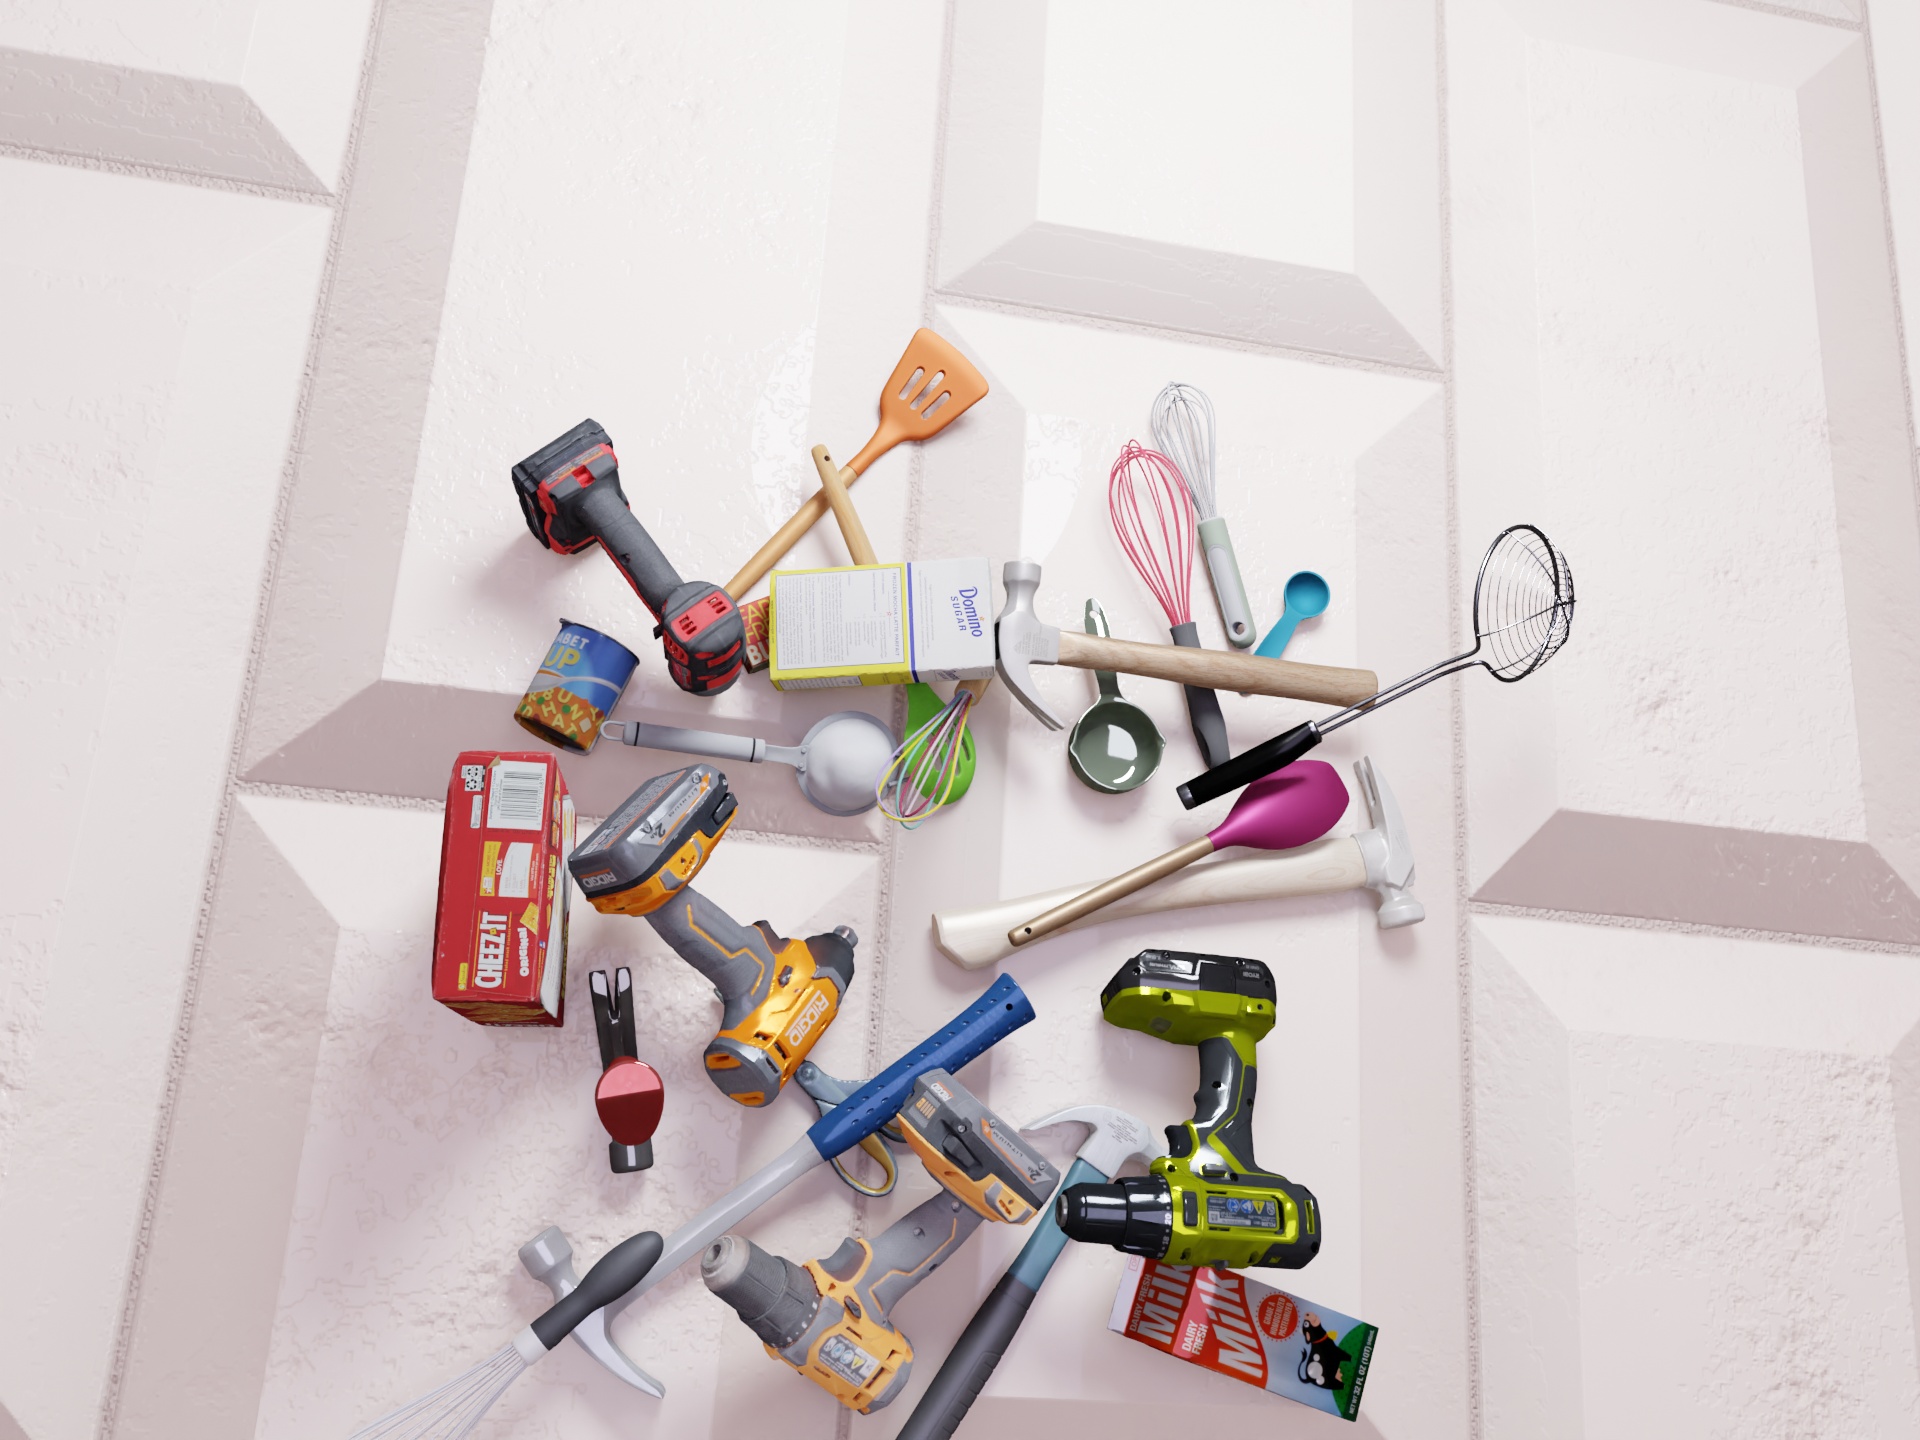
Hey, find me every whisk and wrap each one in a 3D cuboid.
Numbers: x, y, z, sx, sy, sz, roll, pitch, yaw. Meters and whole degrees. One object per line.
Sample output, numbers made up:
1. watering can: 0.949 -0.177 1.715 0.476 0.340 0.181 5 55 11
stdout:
1. whisk: 0.216 -0.181 1.387 0.058 0.059 0.246 -18 82 24
2. whisk: 0.000 -0.003 1.259 0.051 0.047 0.245 56 42 -26
3. whisk: -0.318 0.445 1.076 0.284 0.070 0.070 -37 85 -19
4. whisk: 0.184 -0.099 1.353 0.073 0.073 0.296 -12 83 -15

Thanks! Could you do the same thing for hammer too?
1. hammer: -0.217 0.224 1.023 0.036 0.359 0.149 -7 80 -14
2. hammer: 0.187 -0.042 1.304 0.331 0.031 0.130 8 84 -13
3. hammer: -0.113 0.326 1.173 0.405 0.035 0.144 -34 84 -13
4. hammer: 0.176 0.128 1.301 0.410 0.038 0.146 -8 76 -13
5. hammer: 0.039 0.434 1.191 0.128 0.033 0.331 37 71 -1

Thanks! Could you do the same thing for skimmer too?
1. skimmer: 0.336 -0.033 1.299 0.363 0.090 0.127 -28 122 9

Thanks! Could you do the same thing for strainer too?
1. strainer: -0.151 0.027 1.241 0.258 0.050 0.087 9 98 -15

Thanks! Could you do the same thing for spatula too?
1. spatula: -0.106 -0.195 1.327 0.081 0.041 0.323 42 72 -3

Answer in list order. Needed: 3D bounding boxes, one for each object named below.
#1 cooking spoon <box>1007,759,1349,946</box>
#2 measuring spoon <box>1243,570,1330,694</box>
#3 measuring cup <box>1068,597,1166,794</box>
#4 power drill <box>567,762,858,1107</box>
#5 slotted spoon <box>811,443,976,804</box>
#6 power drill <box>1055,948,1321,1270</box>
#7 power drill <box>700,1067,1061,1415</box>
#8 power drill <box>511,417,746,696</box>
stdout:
1. cooking spoon: 0.179 0.110 1.278 0.319 0.017 0.069 -24 76 -17
2. measuring spoon: 0.277 -0.074 1.389 0.042 0.021 0.128 36 80 -1
3. measuring cup: 0.119 -0.019 1.328 0.083 0.038 0.168 -5 74 -13
4. power drill: -0.166 0.146 1.165 0.226 0.084 0.164 58 43 -17
5. slotted spoon: -0.059 -0.081 1.295 0.070 0.031 0.314 -19 83 -36
6. power drill: 0.165 0.295 1.199 0.190 0.080 0.229 7 58 -10
7. power drill: -0.059 0.358 1.125 0.226 0.084 0.185 -49 118 -9
8. power drill: -0.246 -0.113 1.231 0.078 0.143 0.220 -38 79 -17
